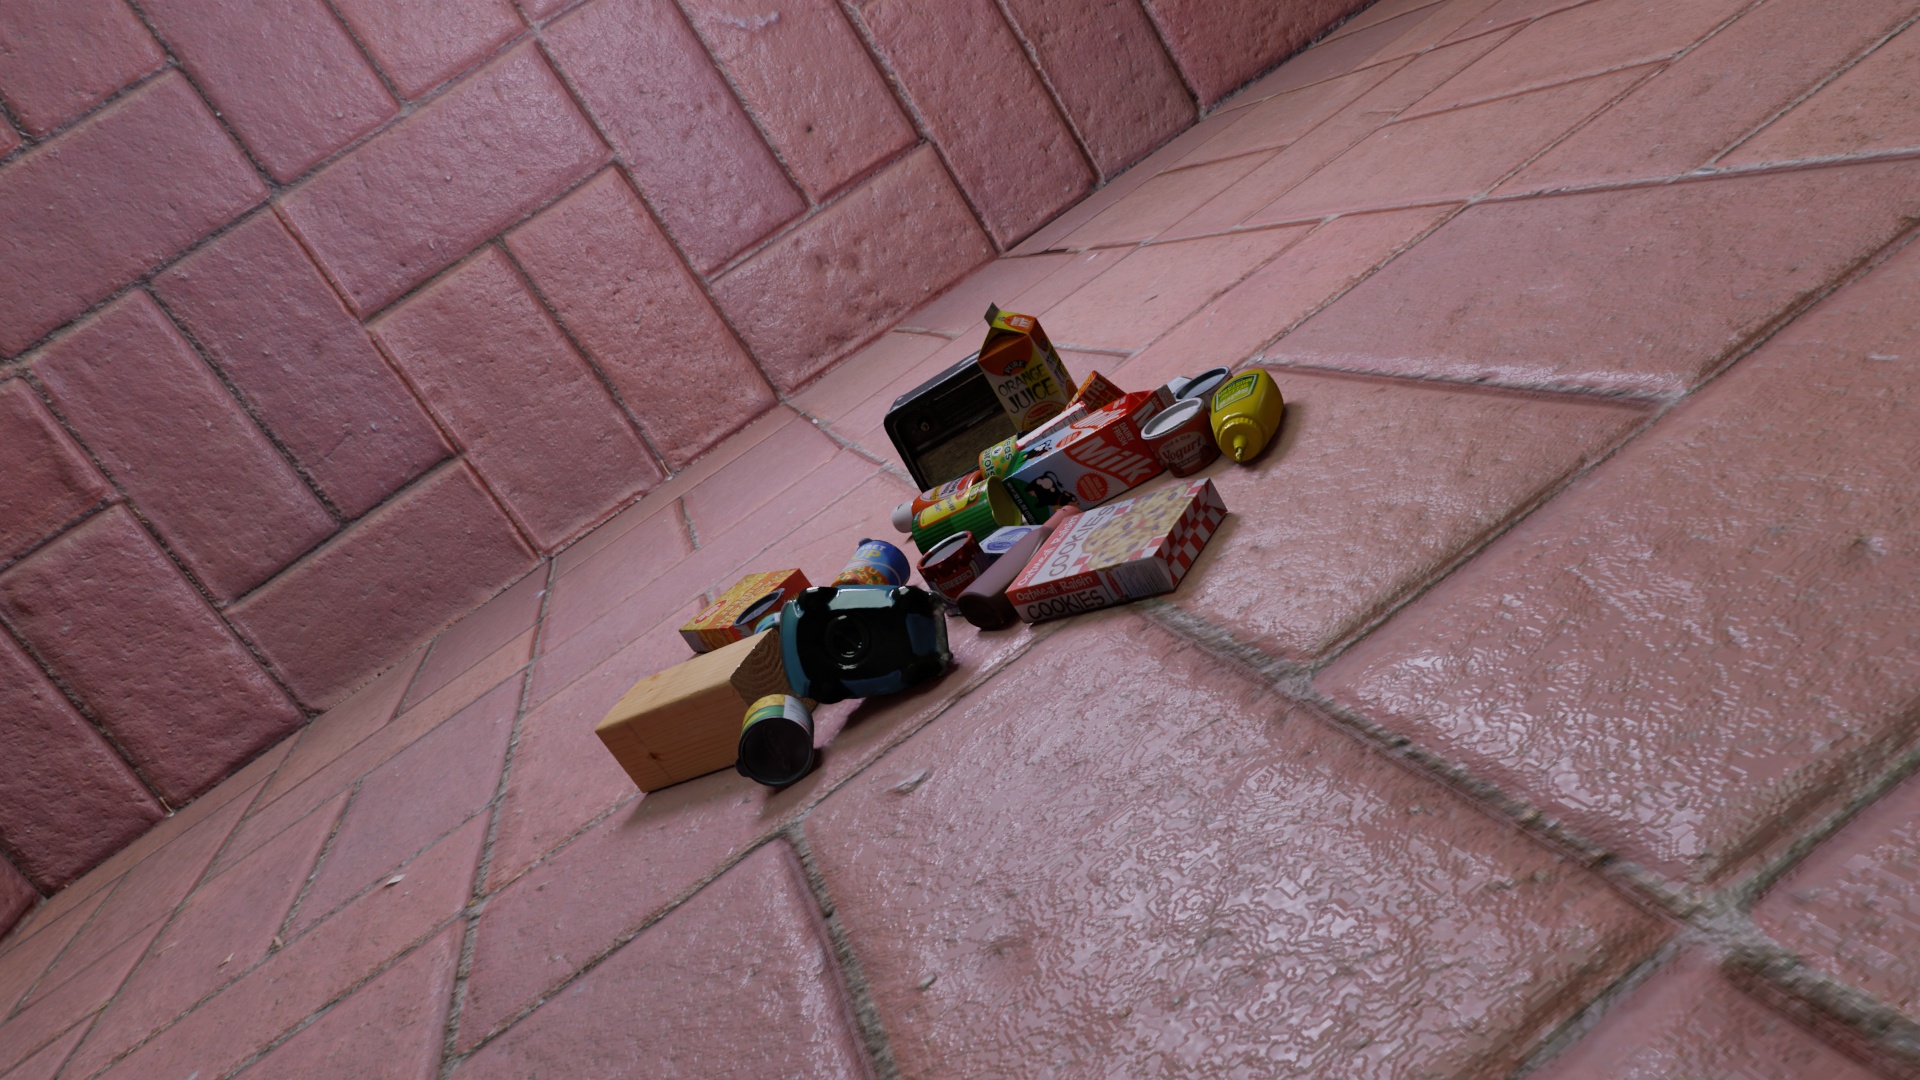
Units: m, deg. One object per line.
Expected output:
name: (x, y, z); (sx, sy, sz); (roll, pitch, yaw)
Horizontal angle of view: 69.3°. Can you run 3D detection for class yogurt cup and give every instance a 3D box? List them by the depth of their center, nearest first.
yogurt cup: (0.217, -0.098, 1.346); (0.072, 0.054, 0.072); (-30, 16, 10)

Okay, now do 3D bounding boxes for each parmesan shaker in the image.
parmesan shaker: (0.005, -0.019, 1.496); (0.103, 0.071, 0.072); (-25, 18, 27)

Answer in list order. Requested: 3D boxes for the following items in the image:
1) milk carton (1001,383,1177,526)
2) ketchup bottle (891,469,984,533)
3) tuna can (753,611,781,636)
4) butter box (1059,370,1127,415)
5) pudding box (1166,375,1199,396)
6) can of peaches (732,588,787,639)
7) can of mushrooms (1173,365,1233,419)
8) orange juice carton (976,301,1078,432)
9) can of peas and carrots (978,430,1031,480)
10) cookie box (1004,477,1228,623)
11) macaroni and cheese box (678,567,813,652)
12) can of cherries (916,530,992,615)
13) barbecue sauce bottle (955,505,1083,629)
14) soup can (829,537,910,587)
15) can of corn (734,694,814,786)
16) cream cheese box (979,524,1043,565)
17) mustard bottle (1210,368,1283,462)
milk carton: (0.144, -0.088, 1.422); (0.190, 0.072, 0.074); (-27, 17, 21)
ketchup bottle: (-0.020, -0.043, 1.660); (0.148, 0.043, 0.065); (-19, 21, 42)
tuna can: (-0.190, 0.114, 1.487); (0.071, 0.071, 0.033); (-34, 17, -1)
butter box: (0.139, -0.132, 1.535); (0.103, 0.053, 0.024); (-54, 12, 19)
pudding box: (0.222, -0.145, 1.519); (0.084, 0.030, 0.050); (-34, 17, -4)
can of peaches: (-0.216, 0.098, 1.592); (0.071, 0.058, 0.071); (-30, 15, 9)
can of mushrooms: (0.259, -0.152, 1.462); (0.071, 0.033, 0.071); (-31, 17, 10)
orange juice carton: (0.081, -0.190, 1.625); (0.073, 0.192, 0.072); (-26, 16, 21)
can of peas and carrots: (0.061, -0.085, 1.578); (0.058, 0.071, 0.071); (-26, 17, 26)
cookie box: (0.135, 0.011, 1.210); (0.167, 0.040, 0.123); (-16, 23, 43)
macaroni and cheese box: (-0.272, 0.089, 1.760); (0.124, 0.040, 0.166); (-42, 17, -28)
can of cherries: (-0.002, 0.033, 1.372); (0.071, 0.058, 0.072); (-30, 15, 9)
barbecue sauce bottle: (0.064, 0.023, 1.305); (0.149, 0.043, 0.064); (-42, 18, -30)
soup can: (-0.101, 0.046, 1.501); (0.071, 0.071, 0.084); (-24, 18, 31)
can of corn: (-0.166, 0.179, 1.242); (0.071, 0.071, 0.058); (-32, 15, 4)
cream cheese box: (0.055, 0.008, 1.395); (0.053, 0.024, 0.103); (-36, 16, -25)
mustard bottle: (0.266, -0.112, 1.299); (0.065, 0.048, 0.161); (-28, 16, 25)
